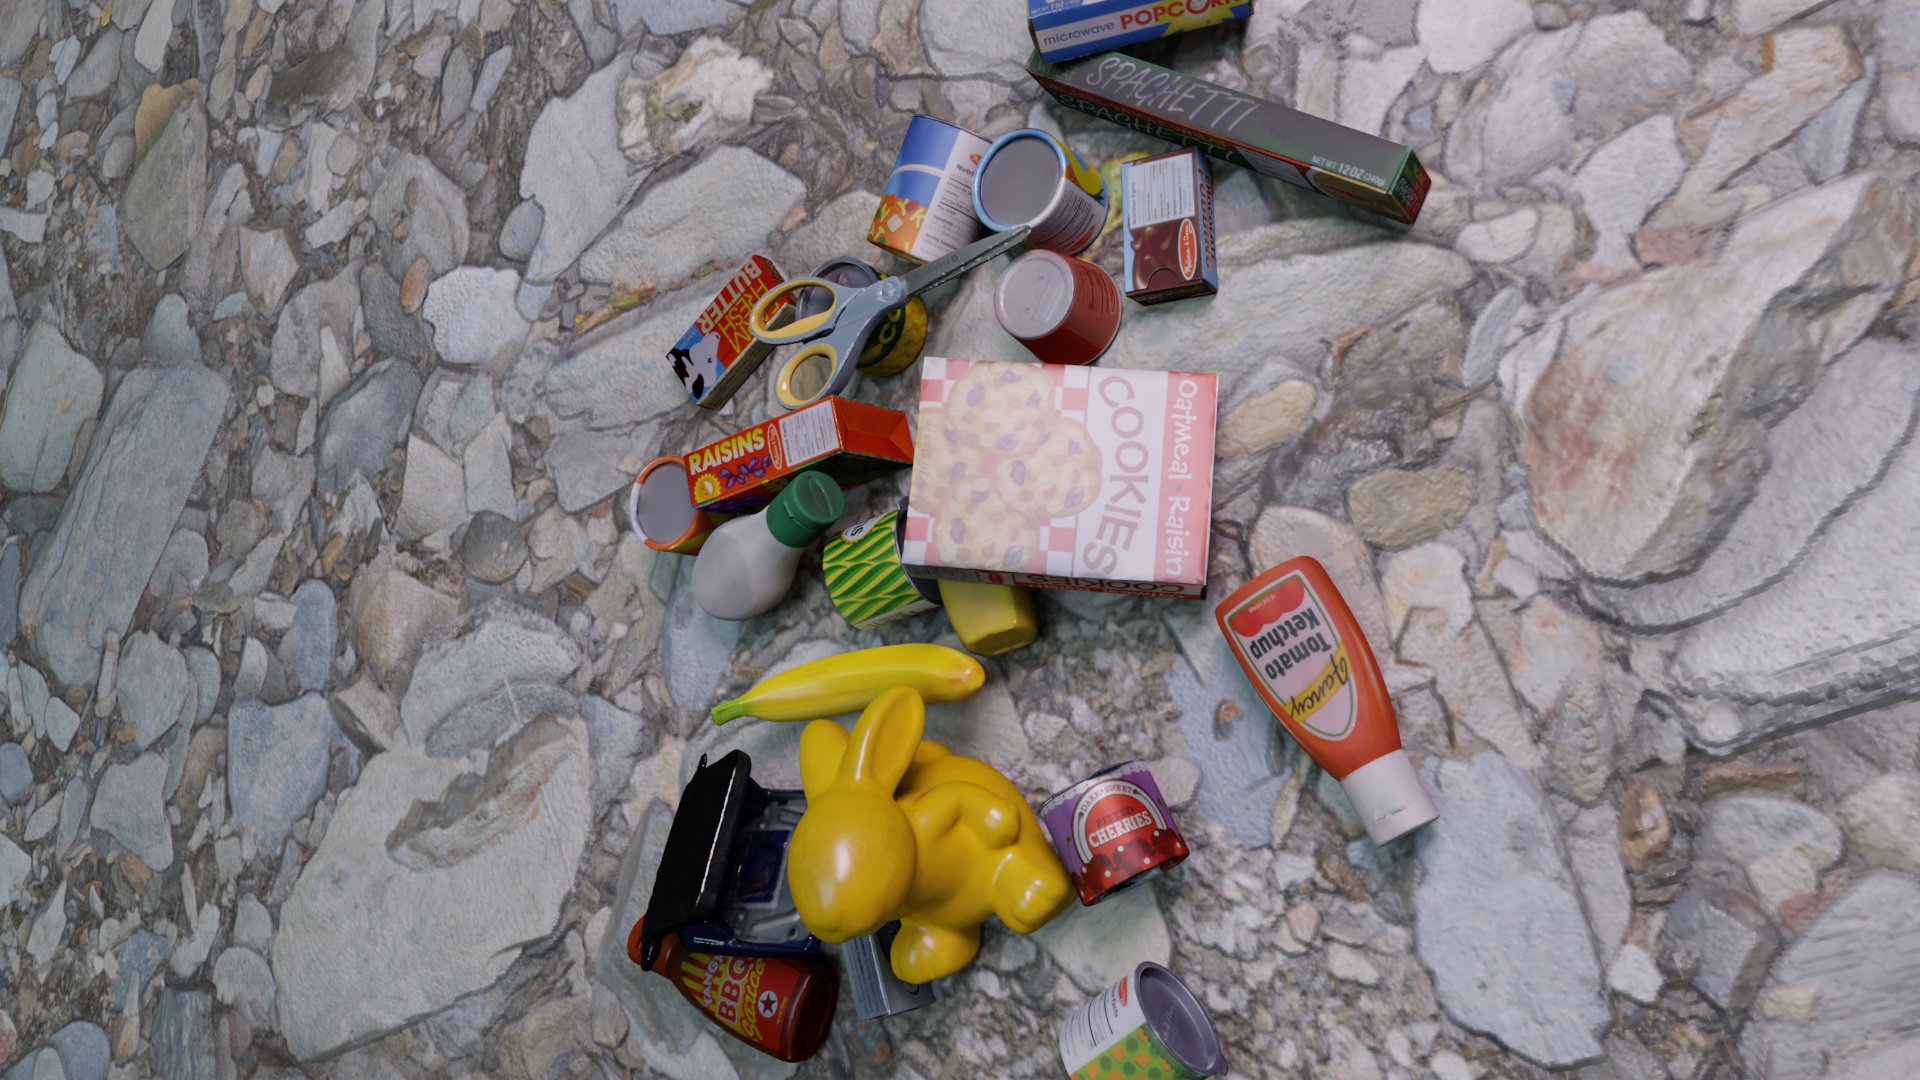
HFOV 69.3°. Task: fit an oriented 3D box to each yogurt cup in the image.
[{"bbox_3d":[0.056,-0.141,0.833,0.072,0.054,0.072,-4,82,30],"label":"yogurt cup"}]

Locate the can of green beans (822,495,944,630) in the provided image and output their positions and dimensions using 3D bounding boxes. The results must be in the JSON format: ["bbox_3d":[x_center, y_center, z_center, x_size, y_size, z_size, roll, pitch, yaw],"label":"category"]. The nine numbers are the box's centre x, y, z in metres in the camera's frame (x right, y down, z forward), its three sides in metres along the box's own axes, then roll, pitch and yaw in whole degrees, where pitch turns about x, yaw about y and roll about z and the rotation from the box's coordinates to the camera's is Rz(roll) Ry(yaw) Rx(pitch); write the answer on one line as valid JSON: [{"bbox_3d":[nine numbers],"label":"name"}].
[{"bbox_3d":[-0.044,0.017,0.862,0.057,0.071,0.071,-21,73,28],"label":"can of green beans"}]

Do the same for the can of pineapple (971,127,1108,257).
[{"bbox_3d":[0.047,-0.211,0.846,0.071,0.058,0.071,-5,80,31],"label":"can of pineapple"}]

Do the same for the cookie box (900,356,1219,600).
[{"bbox_3d":[0.058,-0.035,0.781,0.167,0.040,0.123,4,76,8],"label":"cookie box"}]

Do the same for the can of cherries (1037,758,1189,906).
[{"bbox_3d":[0.084,0.160,0.761,0.071,0.071,0.058,-35,67,22],"label":"can of cherries"}]

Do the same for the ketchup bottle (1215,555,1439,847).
[{"bbox_3d":[0.194,0.084,0.723,0.064,0.043,0.149,-36,67,22],"label":"ketchup bottle"}]

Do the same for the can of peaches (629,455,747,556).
[{"bbox_3d":[-0.183,-0.023,0.955,0.071,0.058,0.071,-5,80,31],"label":"can of peaches"}]

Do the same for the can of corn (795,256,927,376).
[{"bbox_3d":[-0.061,-0.144,0.901,0.071,0.058,0.071,-5,80,30],"label":"can of corn"}]

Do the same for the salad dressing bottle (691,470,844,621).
[{"bbox_3d":[-0.124,0.004,0.892,0.147,0.044,0.064,-38,75,48],"label":"salad dressing bottle"}]

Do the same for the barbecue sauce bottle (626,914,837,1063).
[{"bbox_3d":[-0.151,0.281,0.899,0.148,0.043,0.065,12,83,32],"label":"barbecue sauce bottle"}]

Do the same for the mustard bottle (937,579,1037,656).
[{"bbox_3d":[0.003,-0.011,0.841,0.049,0.065,0.161,-22,67,12],"label":"mustard bottle"}]

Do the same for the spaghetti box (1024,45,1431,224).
[{"bbox_3d":[0.146,-0.240,0.796,0.250,0.050,0.028,30,97,31],"label":"spaghetti box"}]

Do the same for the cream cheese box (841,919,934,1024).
[{"bbox_3d":[-0.051,0.235,0.841,0.024,0.053,0.104,-24,71,24],"label":"cream cheese box"}]

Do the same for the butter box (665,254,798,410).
[{"bbox_3d":[-0.159,-0.146,0.979,0.103,0.024,0.053,-45,64,18],"label":"butter box"}]

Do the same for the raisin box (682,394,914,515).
[{"bbox_3d":[-0.103,-0.051,0.896,0.123,0.086,0.040,-18,79,28],"label":"raisin box"}]

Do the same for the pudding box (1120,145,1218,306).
[{"bbox_3d":[0.122,-0.183,0.814,0.049,0.030,0.084,-6,80,29],"label":"pudding box"}]

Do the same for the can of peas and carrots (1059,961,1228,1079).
[{"bbox_3d":[0.097,0.271,0.741,0.058,0.071,0.071,-43,64,19],"label":"can of peas and carrots"}]

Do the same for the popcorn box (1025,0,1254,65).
[{"bbox_3d":[0.101,-0.333,0.811,0.126,0.038,0.085,-9,57,12],"label":"popcorn box"}]

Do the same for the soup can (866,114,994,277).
[{"bbox_3d":[-0.016,-0.218,0.881,0.071,0.071,0.083,26,97,31],"label":"soup can"}]
